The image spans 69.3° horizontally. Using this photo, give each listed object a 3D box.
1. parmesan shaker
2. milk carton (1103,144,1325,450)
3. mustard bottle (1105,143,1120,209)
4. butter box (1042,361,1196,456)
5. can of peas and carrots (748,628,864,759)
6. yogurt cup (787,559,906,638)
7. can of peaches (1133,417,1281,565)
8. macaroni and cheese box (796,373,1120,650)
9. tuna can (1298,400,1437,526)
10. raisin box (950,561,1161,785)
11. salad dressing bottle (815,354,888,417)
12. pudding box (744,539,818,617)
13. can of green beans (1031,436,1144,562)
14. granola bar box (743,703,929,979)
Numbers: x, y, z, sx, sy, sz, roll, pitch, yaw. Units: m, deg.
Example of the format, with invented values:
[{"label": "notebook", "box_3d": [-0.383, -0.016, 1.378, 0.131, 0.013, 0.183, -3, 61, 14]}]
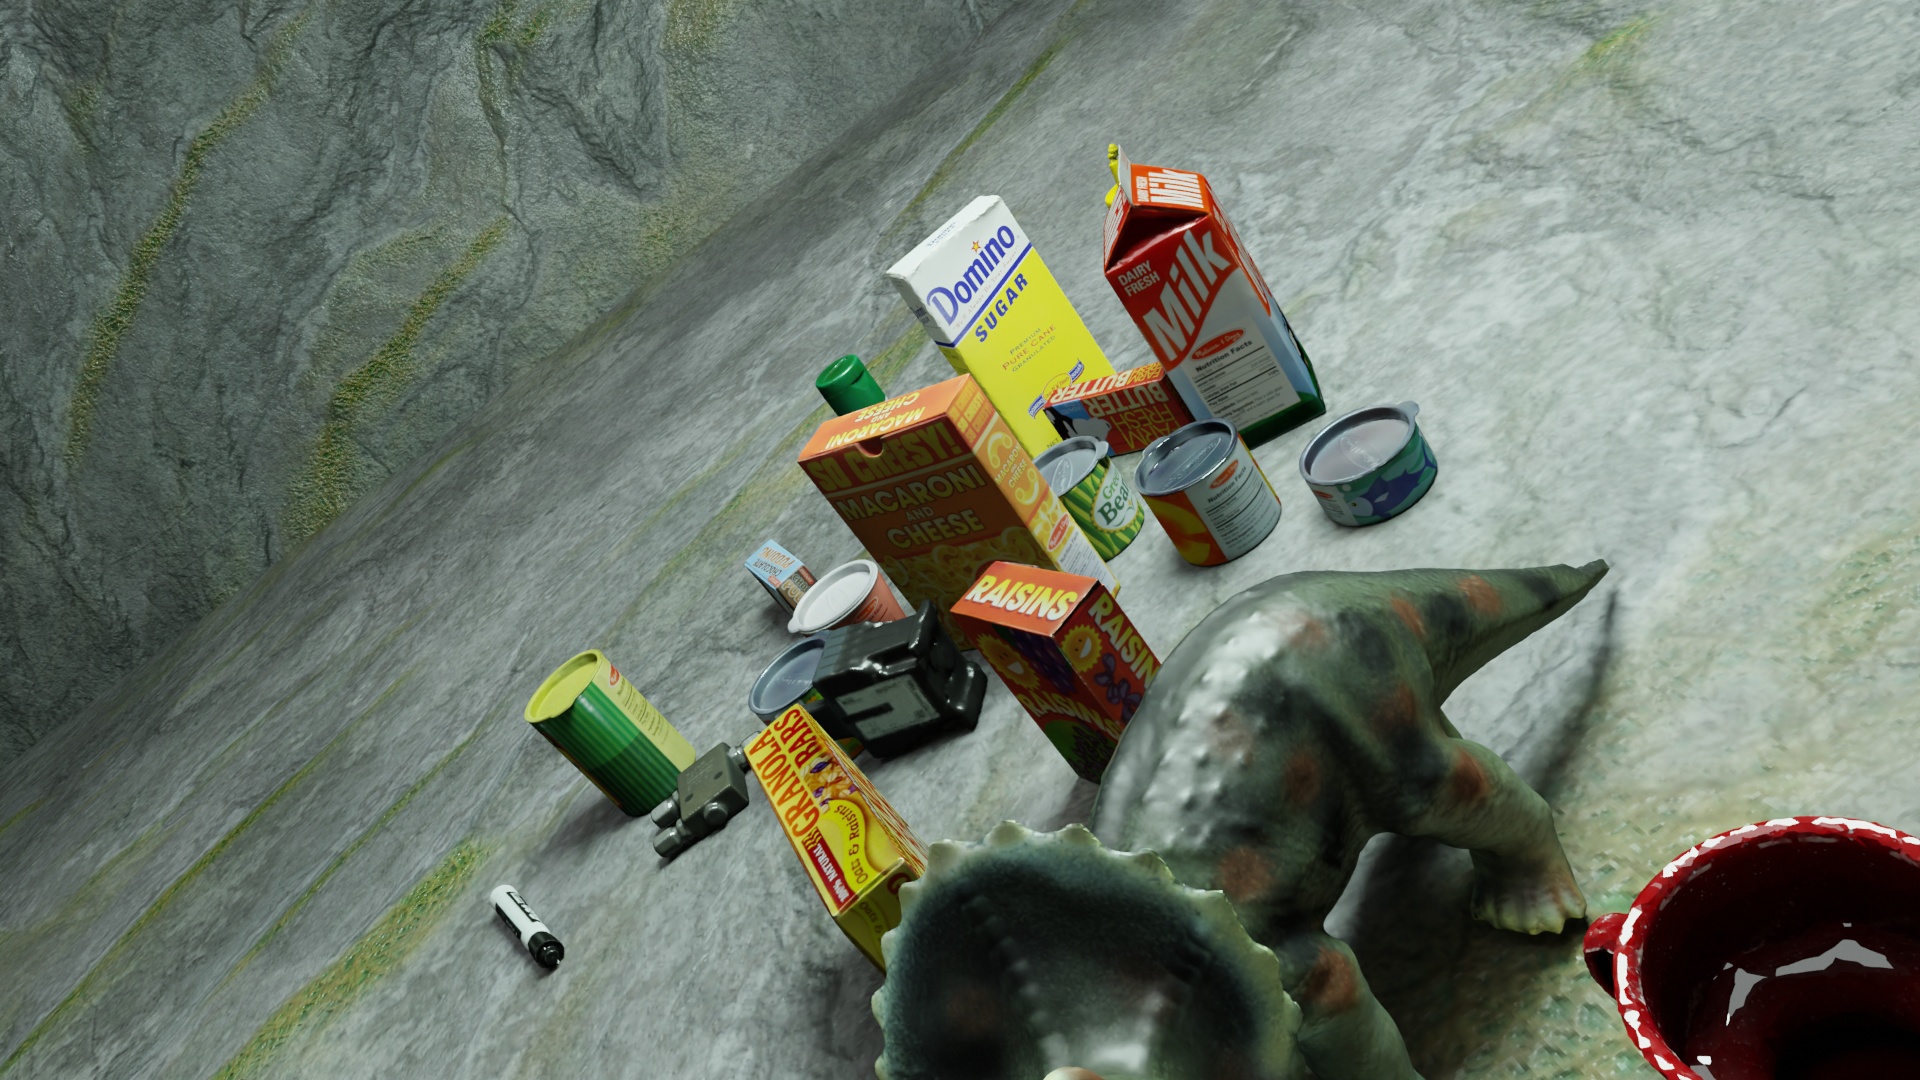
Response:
[{"label": "parmesan shaker", "box_3d": [-0.241, 0.136, 0.960, 0.071, 0.103, 0.071, -30, 26, 16]}, {"label": "milk carton", "box_3d": [0.144, -0.150, 0.846, 0.073, 0.190, 0.073, -27, 27, 21]}, {"label": "mustard bottle", "box_3d": [0.142, -0.211, 0.986, 0.065, 0.160, 0.049, -18, 31, 36]}, {"label": "butter box", "box_3d": [0.111, -0.087, 0.942, 0.103, 0.053, 0.024, -11, 36, 44]}, {"label": "can of peas and carrots", "box_3d": [-0.088, 0.101, 0.874, 0.071, 0.058, 0.071, -30, 26, 16]}, {"label": "yogurt cup", "box_3d": [-0.070, 0.054, 0.936, 0.072, 0.054, 0.073, -30, 26, 16]}, {"label": "can of peaches", "box_3d": [0.141, -0.028, 0.799, 0.071, 0.058, 0.071, -30, 26, 16]}, {"label": "macaroni and cheese box", "box_3d": [-0.001, -0.010, 0.823, 0.123, 0.166, 0.040, -14, 34, 41]}, {"label": "tuna can", "box_3d": [0.222, -0.042, 0.748, 0.071, 0.032, 0.071, -29, 26, 16]}, {"label": "raisin box", "box_3d": [0.061, 0.068, 0.661, 0.040, 0.123, 0.086, -47, 27, -19]}, {"label": "salad dressing bottle", "box_3d": [-0.048, -0.066, 1.001, 0.044, 0.147, 0.064, -7, 39, 48]}, {"label": "pudding box", "box_3d": [-0.129, 0.034, 1.050, 0.030, 0.049, 0.084, -42, 26, -10]}, {"label": "can of green beans", "box_3d": [0.074, -0.023, 0.876, 0.071, 0.057, 0.071, -30, 26, 16]}, {"label": "granola bar box", "box_3d": [-0.031, 0.156, 0.631, 0.039, 0.124, 0.166, -41, 25, -6]}]
